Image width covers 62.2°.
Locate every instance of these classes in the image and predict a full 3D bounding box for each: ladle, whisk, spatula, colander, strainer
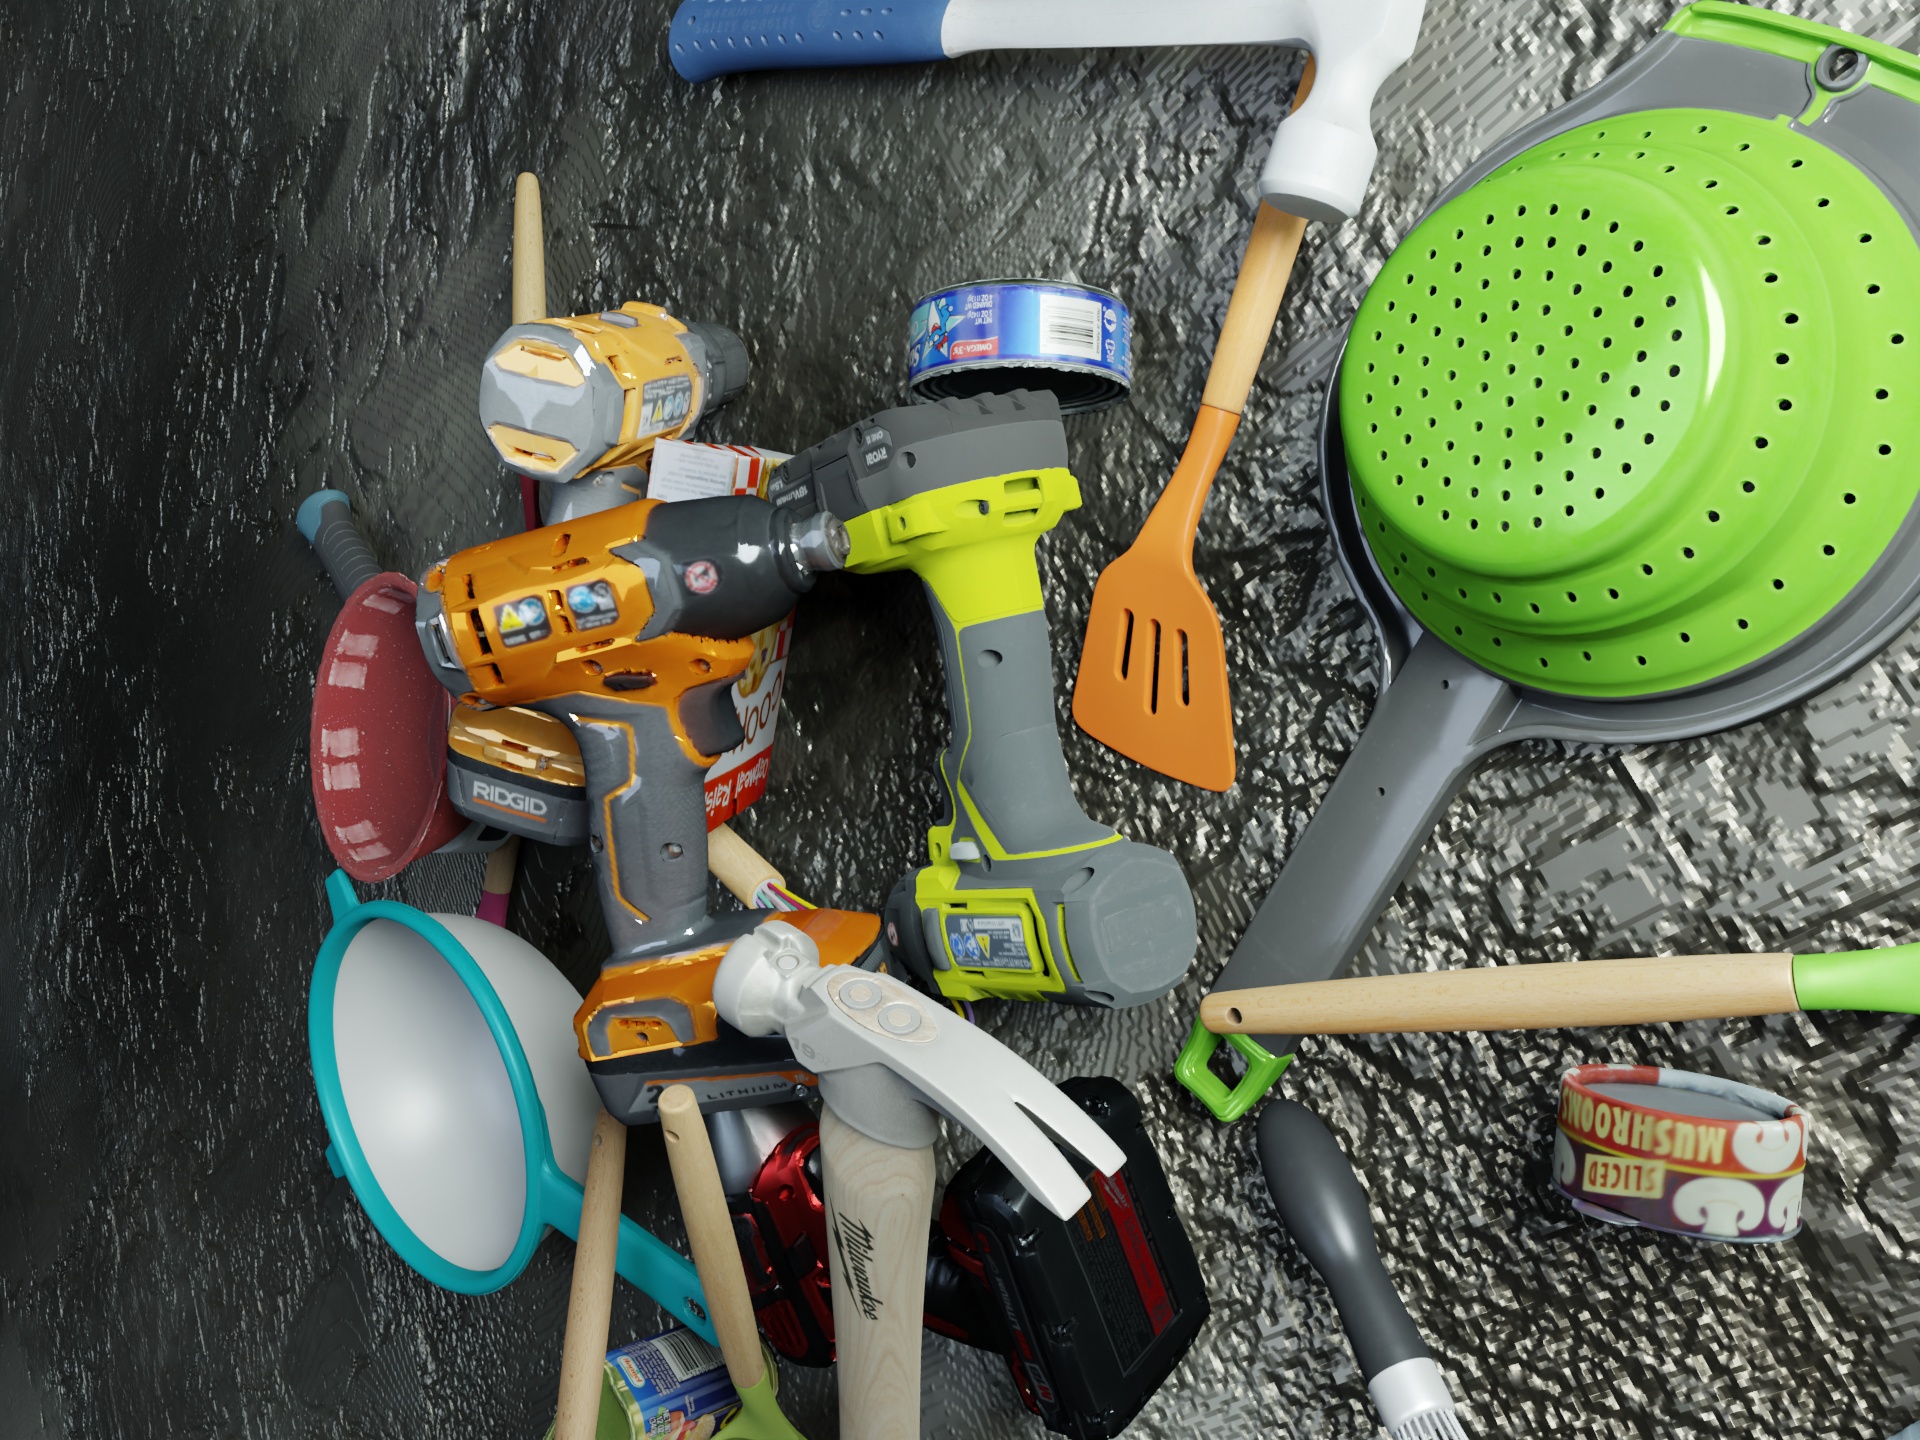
[{"bbox_3d":[-0.097,0.265,0.654,0.078,0.062,0.319,12,131,19],"label":"ladle"},{"bbox_3d":[-0.081,0.094,0.737,0.245,0.051,0.047,36,119,40],"label":"whisk"},{"bbox_3d":[-0.167,0.330,0.715,0.082,0.044,0.317,7,91,42],"label":"spatula"},{"bbox_3d":[0.107,-0.135,0.578,0.081,0.041,0.322,25,103,40],"label":"spatula"},{"bbox_3d":[0.146,-0.026,0.491,0.205,0.094,0.397,41,116,34],"label":"colander"},{"bbox_3d":[-0.229,-0.167,0.841,0.069,0.031,0.316,126,142,-58],"label":"ladle"},{"bbox_3d":[0.150,0.235,0.477,0.070,0.070,0.285,-53,37,29],"label":"whisk"},{"bbox_3d":[-0.206,0.209,0.821,0.341,0.095,0.211,21,113,34],"label":"strainer"}]

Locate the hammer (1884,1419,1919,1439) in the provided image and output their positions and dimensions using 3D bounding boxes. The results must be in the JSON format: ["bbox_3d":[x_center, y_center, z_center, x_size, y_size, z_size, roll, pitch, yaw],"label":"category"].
[{"bbox_3d":[0.233,0.269,0.452,0.143,0.038,0.386,53,123,27],"label":"hammer"}]

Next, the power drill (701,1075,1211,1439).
[{"bbox_3d":[-0.022,0.199,0.638,0.220,0.078,0.143,-10,105,44],"label":"power drill"}]

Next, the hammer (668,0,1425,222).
[{"bbox_3d":[0.009,-0.286,0.641,0.406,0.035,0.144,22,98,44],"label":"hammer"}]

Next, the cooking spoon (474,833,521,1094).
[{"bbox_3d":[-0.263,0.074,0.919,0.069,0.017,0.319,20,104,32],"label":"cooking spoon"}]

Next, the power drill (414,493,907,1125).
[{"bbox_3d":[-0.095,0.028,0.601,0.164,0.084,0.226,-13,101,17],"label":"power drill"}]

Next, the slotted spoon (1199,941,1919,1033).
[{"bbox_3d":[0.209,0.078,0.451,0.314,0.031,0.070,-10,86,35],"label":"slotted spoon"}]

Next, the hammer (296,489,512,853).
[{"bbox_3d":[-0.337,-0.043,0.961,0.331,0.033,0.128,48,119,37],"label":"hammer"}]

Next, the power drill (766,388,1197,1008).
[{"bbox_3d":[-0.001,-0.002,0.619,0.171,0.080,0.223,-10,93,57],"label":"power drill"}]

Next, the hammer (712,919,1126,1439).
[{"bbox_3d":[-0.024,0.268,0.598,0.146,0.038,0.410,26,128,32],"label":"hammer"}]

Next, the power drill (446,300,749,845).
[{"bbox_3d":[-0.158,-0.078,0.732,0.084,0.185,0.226,15,111,10],"label":"power drill"}]
